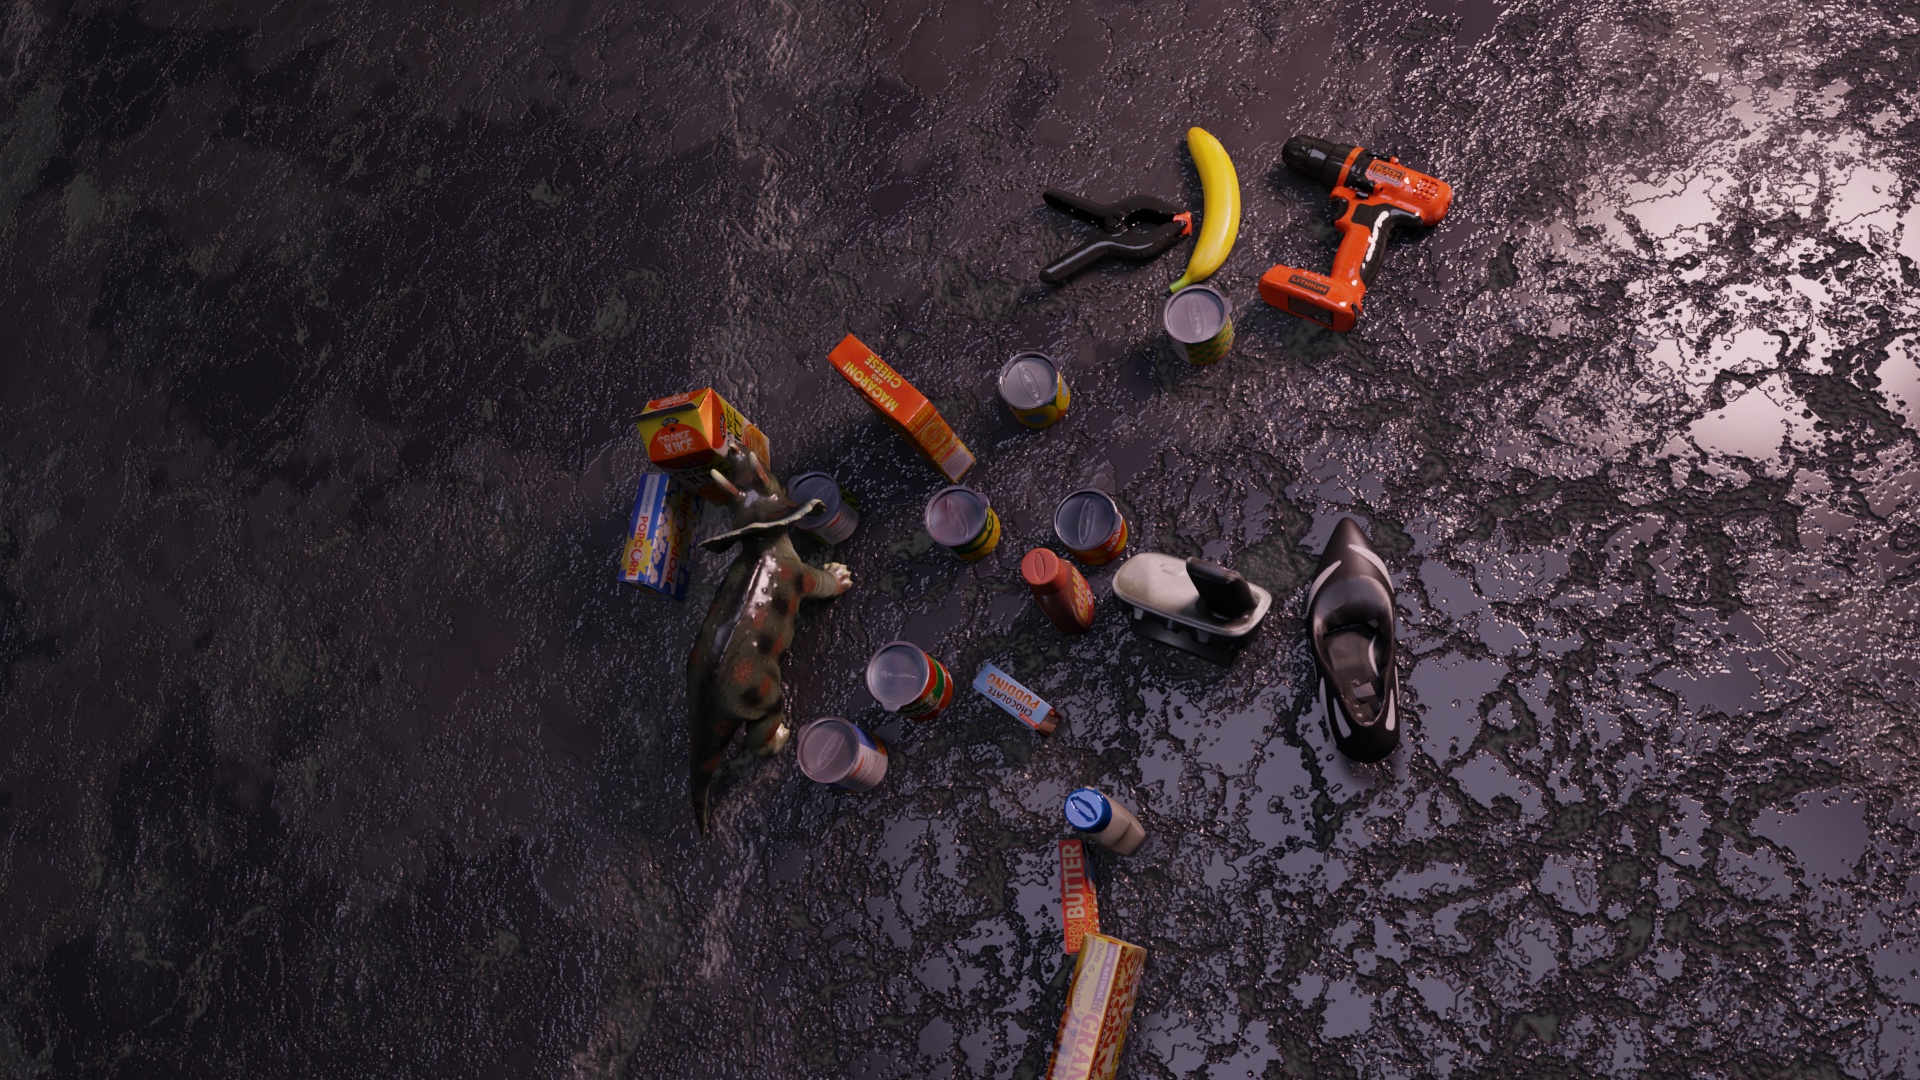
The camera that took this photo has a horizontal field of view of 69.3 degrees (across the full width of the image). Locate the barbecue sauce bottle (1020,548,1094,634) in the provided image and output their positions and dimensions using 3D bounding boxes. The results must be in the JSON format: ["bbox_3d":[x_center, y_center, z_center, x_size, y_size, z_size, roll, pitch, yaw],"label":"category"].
[{"bbox_3d":[0.094,0.046,1.350,0.043,0.148,0.065,-10,70,15],"label":"barbecue sauce bottle"}]

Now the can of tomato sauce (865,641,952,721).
[{"bbox_3d":[-0.050,0.145,1.399,0.071,0.083,0.071,-5,71,16],"label":"can of tomato sauce"}]

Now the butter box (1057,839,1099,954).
[{"bbox_3d":[0.111,0.334,1.300,0.024,0.053,0.104,-8,70,15],"label":"butter box"}]

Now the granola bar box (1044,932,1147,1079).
[{"bbox_3d":[0.118,0.435,1.224,0.039,0.124,0.166,12,76,21],"label":"granola bar box"}]

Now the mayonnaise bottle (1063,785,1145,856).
[{"bbox_3d":[0.128,0.254,1.269,0.065,0.148,0.041,38,87,25],"label":"mayonnaise bottle"}]

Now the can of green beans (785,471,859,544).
[{"bbox_3d":[-0.149,-0.035,1.505,0.071,0.057,0.071,-5,71,16],"label":"can of green beans"}]

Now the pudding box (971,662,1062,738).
[{"bbox_3d":[0.056,0.159,1.378,0.084,0.049,0.030,34,85,24],"label":"pudding box"}]

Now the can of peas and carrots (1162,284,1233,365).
[{"bbox_3d":[0.250,-0.224,1.440,0.071,0.058,0.071,-5,71,16],"label":"can of peas and carrots"}]

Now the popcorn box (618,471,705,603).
[{"bbox_3d":[-0.329,-0.003,1.537,0.038,0.085,0.127,3,73,19],"label":"popcorn box"}]

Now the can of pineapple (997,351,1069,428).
[{"bbox_3d":[0.080,-0.159,1.473,0.071,0.057,0.071,-5,71,16],"label":"can of pineapple"}]

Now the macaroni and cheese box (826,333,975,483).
[{"bbox_3d":[-0.060,-0.135,1.450,0.040,0.166,0.124,-47,65,-1],"label":"macaroni and cheese box"}]

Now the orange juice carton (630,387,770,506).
[{"bbox_3d":[-0.276,-0.105,1.495,0.072,0.192,0.073,-11,70,14],"label":"orange juice carton"}]

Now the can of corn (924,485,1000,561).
[{"bbox_3d":[0.005,-0.018,1.450,0.071,0.058,0.071,-5,71,16],"label":"can of corn"}]

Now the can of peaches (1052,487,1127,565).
[{"bbox_3d":[0.134,-0.013,1.407,0.071,0.058,0.071,-5,71,16],"label":"can of peaches"}]

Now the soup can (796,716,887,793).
[{"bbox_3d":[-0.119,0.215,1.397,0.071,0.083,0.071,-5,71,16],"label":"soup can"}]
